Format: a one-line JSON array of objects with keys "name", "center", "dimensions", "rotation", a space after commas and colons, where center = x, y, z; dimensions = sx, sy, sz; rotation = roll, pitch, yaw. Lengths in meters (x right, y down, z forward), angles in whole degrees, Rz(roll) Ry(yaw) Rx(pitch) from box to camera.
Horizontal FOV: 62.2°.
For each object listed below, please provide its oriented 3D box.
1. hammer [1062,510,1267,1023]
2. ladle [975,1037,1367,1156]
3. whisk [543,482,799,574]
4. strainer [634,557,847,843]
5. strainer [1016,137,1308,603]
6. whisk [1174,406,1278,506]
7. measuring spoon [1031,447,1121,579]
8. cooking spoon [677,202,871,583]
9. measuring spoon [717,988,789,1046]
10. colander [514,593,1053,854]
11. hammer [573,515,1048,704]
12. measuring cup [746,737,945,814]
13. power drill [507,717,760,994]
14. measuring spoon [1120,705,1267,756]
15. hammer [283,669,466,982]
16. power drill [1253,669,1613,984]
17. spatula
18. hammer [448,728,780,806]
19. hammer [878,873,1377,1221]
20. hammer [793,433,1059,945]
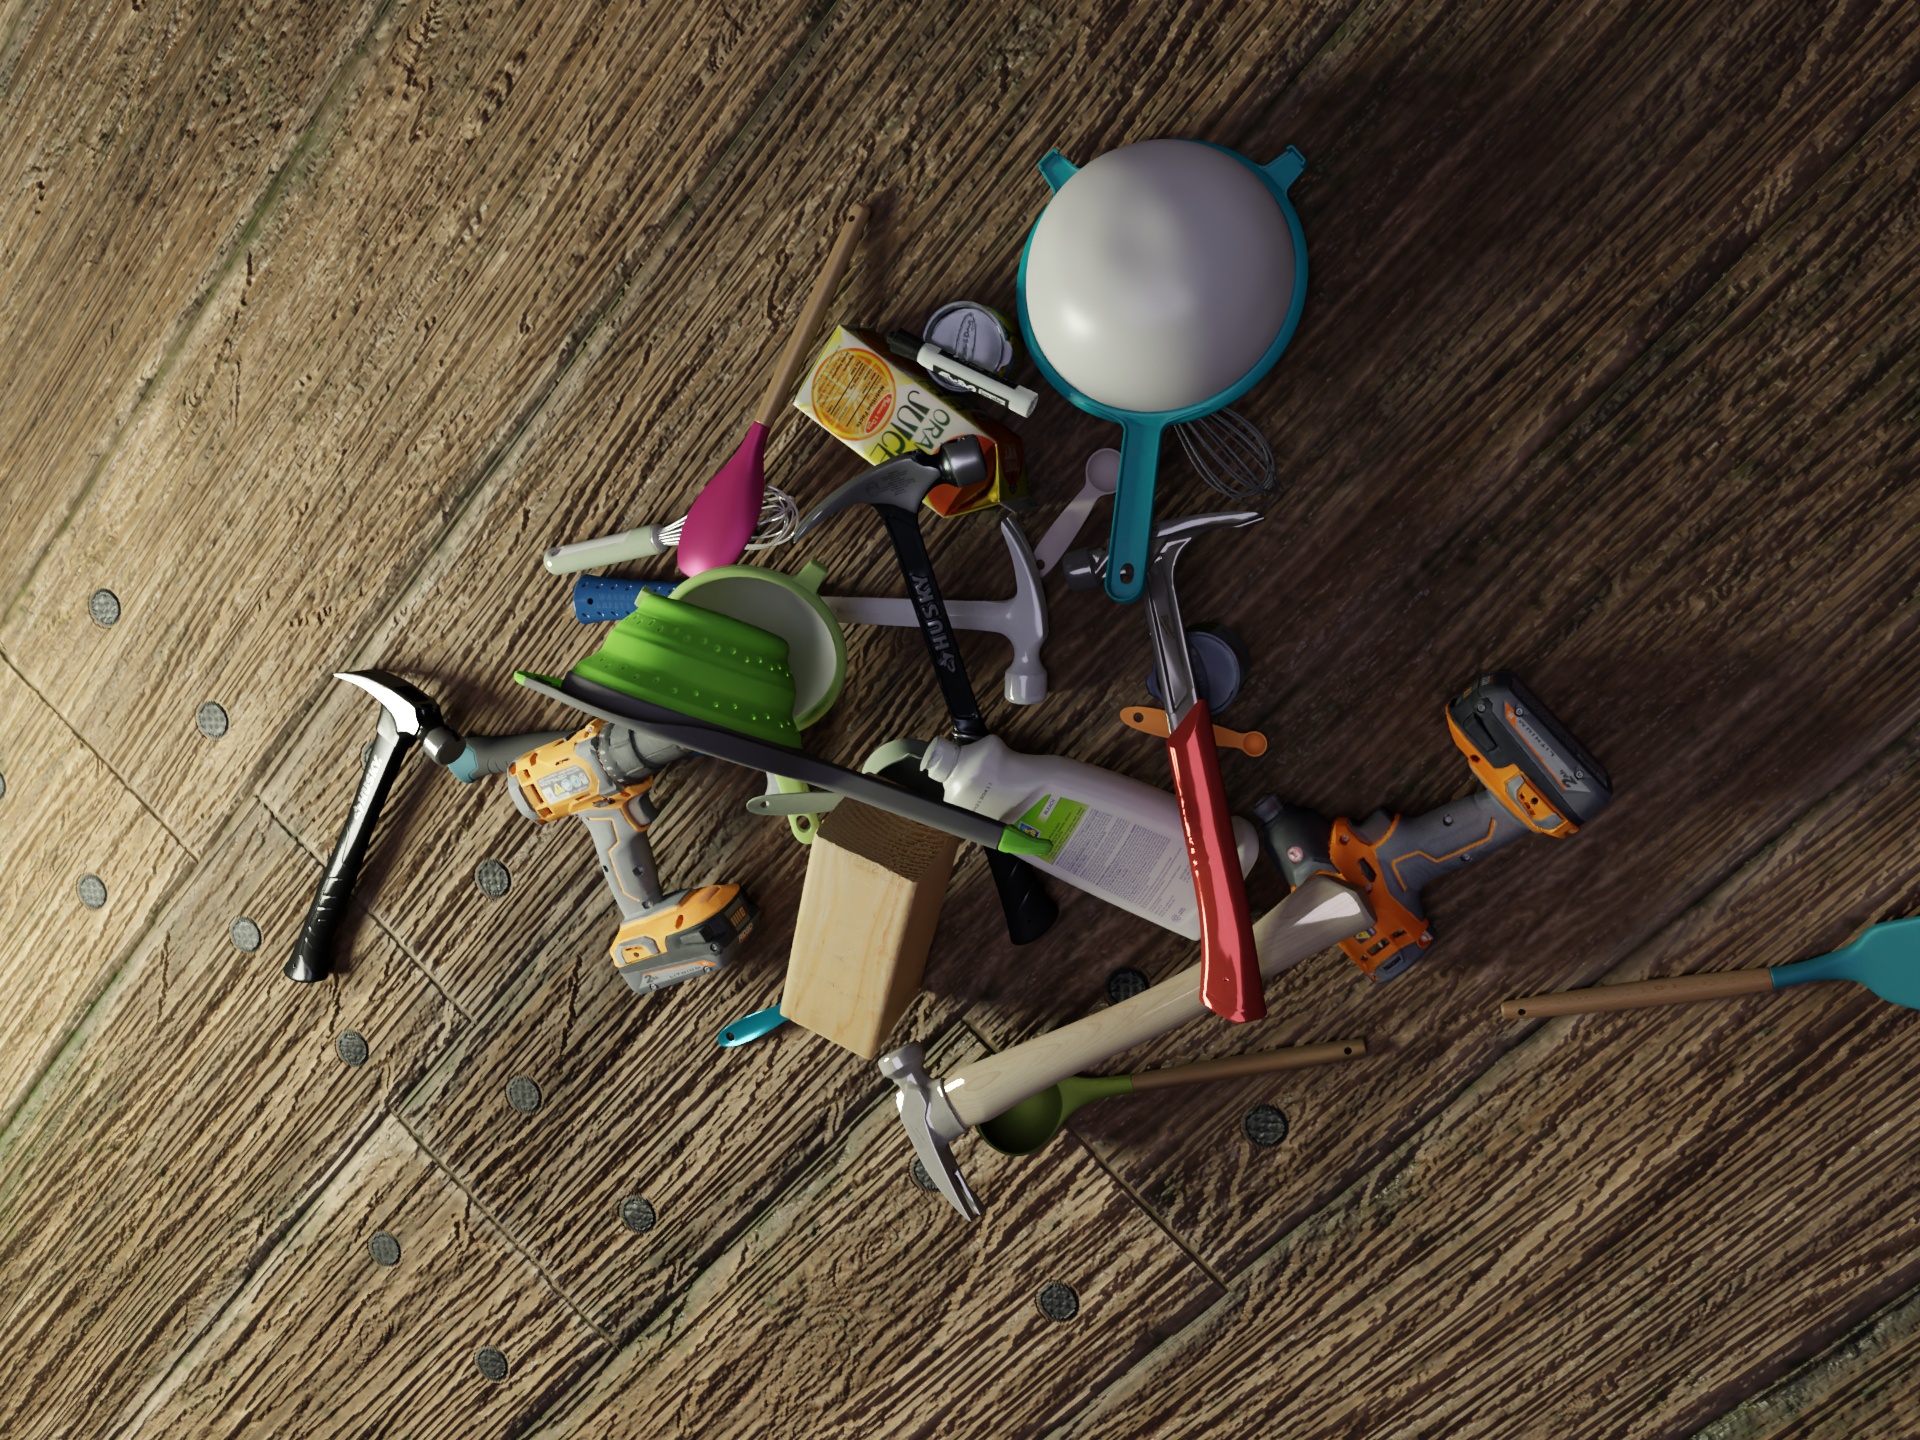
[{"name": "hammer", "center": [0.178, 0.034, 1.137], "dimensions": [0.149, 0.036, 0.359], "rotation": [-12, 86, 20]}, {"name": "ladle", "center": [0.162, 0.288, 1.265], "dimensions": [0.320, 0.062, 0.078], "rotation": [-13, 90, 17]}, {"name": "whisk", "center": [-0.242, -0.152, 1.310], "dimensions": [0.246, 0.058, 0.059], "rotation": [-9, 128, 23]}, {"name": "strainer", "center": [-0.148, -0.021, 1.270], "dimensions": [0.151, 0.069, 0.256], "rotation": [-8, 121, 10]}, {"name": "strainer", "center": [0.124, -0.255, 1.101], "dimensions": [0.211, 0.095, 0.340], "rotation": [5, 85, 17]}, {"name": "whisk", "center": [0.146, -0.247, 1.169], "dimensions": [0.239, 0.055, 0.055], "rotation": [47, 110, 9]}, {"name": "measuring spoon", "center": [0.089, -0.157, 1.223], "dimensions": [0.034, 0.018, 0.124], "rotation": [42, 116, 11]}, {"name": "cooking spoon", "center": [-0.144, -0.255, 1.242], "dimensions": [0.069, 0.017, 0.319], "rotation": [30, 97, 30]}, {"name": "measuring spoon", "center": [-0.162, 0.256, 1.383], "dimensions": [0.128, 0.021, 0.042], "rotation": [-29, 91, 29]}, {"name": "colander", "center": [-0.111, -0.006, 1.139], "dimensions": [0.397, 0.204, 0.094], "rotation": [19, 90, 5]}, {"name": "hammer", "center": [-0.127, -0.097, 1.287], "dimensions": [0.405, 0.035, 0.144], "rotation": [4, 105, 17]}, {"name": "measuring cup", "center": [-0.087, 0.053, 1.270], "dimensions": [0.167, 0.038, 0.083], "rotation": [-4, 126, -8]}, {"name": "power drill", "center": [-0.252, 0.100, 1.320], "dimensions": [0.185, 0.084, 0.226], "rotation": [-21, 104, 26]}, {"name": "measuring spoon", "center": [0.180, 0.007, 1.228], "dimensions": [0.117, 0.011, 0.021], "rotation": [13, 104, 18]}, {"name": "hammer", "center": [-0.559, 0.107, 1.456], "dimensions": [0.146, 0.035, 0.334], "rotation": [39, 114, 22]}, {"name": "power drill", "center": [0.332, 0.067, 1.155], "dimensions": [0.164, 0.084, 0.226], "rotation": [47, 114, 4]}, {"name": "spatula", "center": [0.549, 0.189, 1.129], "dimensions": [0.317, 0.044, 0.082], "rotation": [-12, 101, 20]}, {"name": "hammer", "center": [-0.297, 0.024, 1.368], "dimensions": [0.331, 0.033, 0.128], "rotation": [-4, 100, 18]}, {"name": "hammer", "center": [0.130, 0.238, 1.203], "dimensions": [0.410, 0.038, 0.146], "rotation": [-31, 80, 21]}, {"name": "hammer", "center": [-0.002, -0.004, 1.211], "dimensions": [0.149, 0.036, 0.408], "rotation": [-17, 112, 2]}]
